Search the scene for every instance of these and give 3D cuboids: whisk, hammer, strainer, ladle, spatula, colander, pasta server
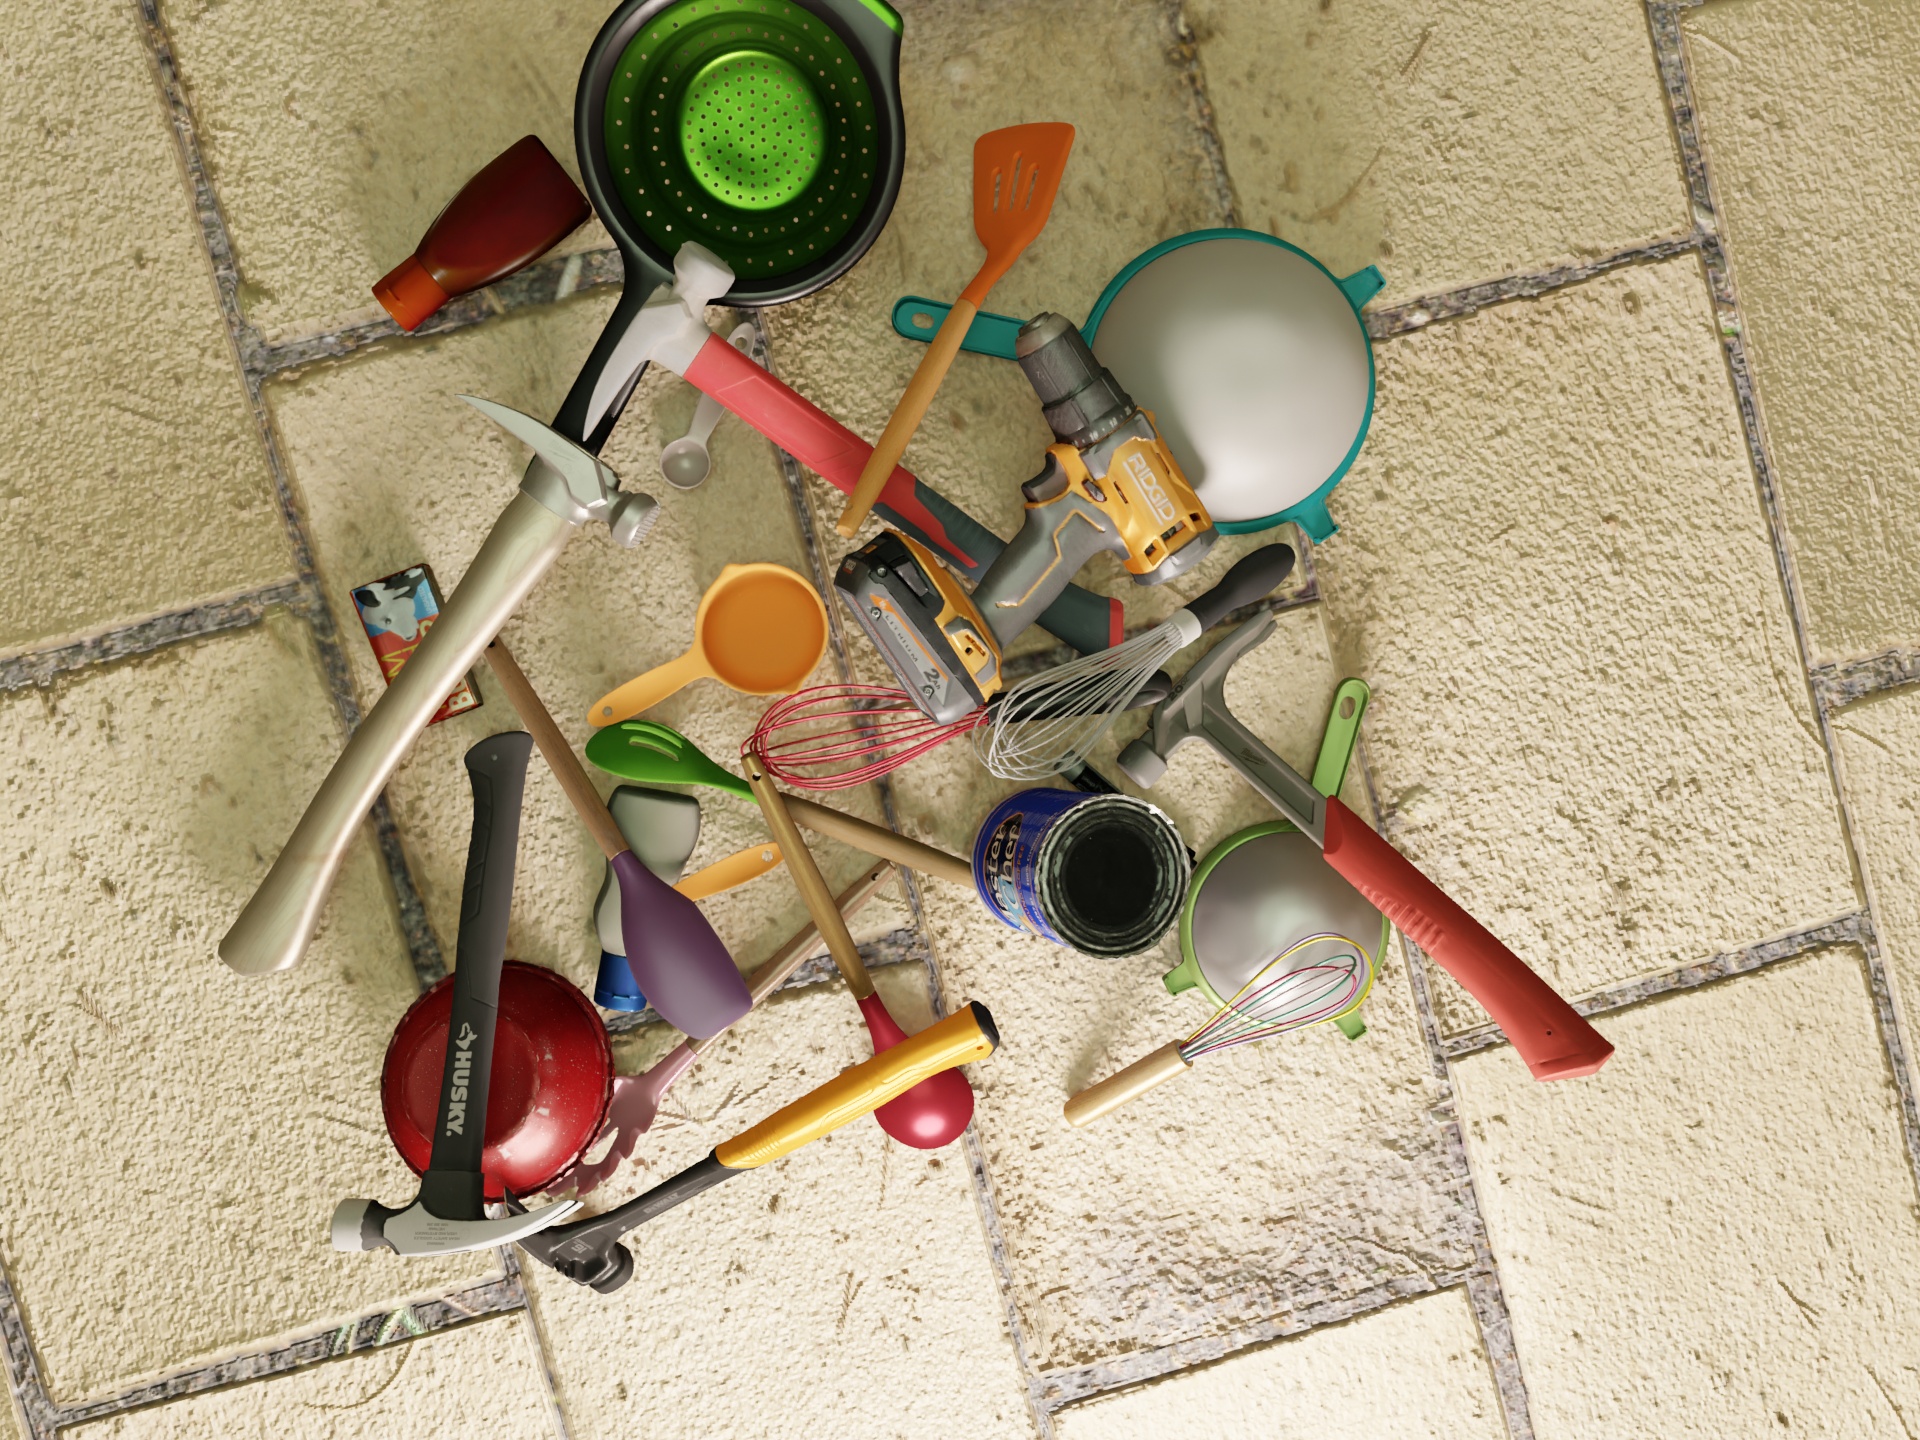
[{"bbox_3d":[-0.002,-0.003,1.073,0.296,0.073,0.073,-9,93,-4],"label":"whisk"},{"bbox_3d":[-0.304,0.167,1.019,0.146,0.035,0.335,0,71,3],"label":"hammer"},{"bbox_3d":[0.124,-0.044,1.048,0.284,0.070,0.070,-34,95,-24],"label":"whisk"},{"bbox_3d":[0.123,-0.243,1.055,0.340,0.095,0.211,10,92,-5],"label":"strainer"},{"bbox_3d":[0.270,0.086,1.021,0.149,0.036,0.359,-46,62,0],"label":"hammer"},{"bbox_3d":[-0.129,0.271,1.043,0.337,0.034,0.127,-29,137,4],"label":"hammer"},{"bbox_3d":[-0.074,0.161,1.068,0.069,0.031,0.315,-25,103,1],"label":"ladle"},{"bbox_3d":[-0.010,-0.254,1.019,0.081,0.041,0.323,8,63,36],"label":"spatula"},{"bbox_3d":[-0.369,-0.014,1.039,0.146,0.038,0.410,35,93,-3],"label":"hammer"},{"bbox_3d":[0.244,0.096,1.091,0.151,0.069,0.256,15,93,-4],"label":"strainer"},{"bbox_3d":[-0.056,-0.140,1.049,0.386,0.038,0.143,34,109,-15],"label":"hammer"},{"bbox_3d":[-0.181,-0.311,1.045,0.204,0.095,0.397,30,109,-14],"label":"colander"},{"bbox_3d":[0.169,0.217,1.065,0.245,0.051,0.047,-35,111,23],"label":"whisk"},{"bbox_3d":[-0.238,0.069,1.044,0.060,0.018,0.316,-31,78,-13],"label":"spatula"},{"bbox_3d":[-0.165,0.205,1.087,0.316,0.040,0.060,-43,78,-2],"label":"pasta server"}]

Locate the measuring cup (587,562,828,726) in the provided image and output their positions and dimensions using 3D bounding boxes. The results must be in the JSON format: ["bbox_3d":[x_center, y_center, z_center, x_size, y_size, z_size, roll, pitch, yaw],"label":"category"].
[{"bbox_3d":[-0.169,-0.041,1.069,0.173,0.052,0.095,-28,94,0],"label":"measuring cup"}]

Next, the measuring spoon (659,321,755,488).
[{"bbox_3d":[-0.168,-0.213,1.082,0.034,0.018,0.124,24,84,-4],"label":"measuring spoon"}]

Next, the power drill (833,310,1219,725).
[{"bbox_3d":[0.030,-0.128,0.998,0.226,0.084,0.185,-36,107,-7],"label":"power drill"}]

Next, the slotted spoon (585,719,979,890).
[{"bbox_3d":[-0.101,0.063,1.080,0.313,0.070,0.031,22,114,-10],"label":"slotted spoon"}]

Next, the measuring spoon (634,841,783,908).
[{"bbox_3d":[-0.168,0.108,1.073,0.117,0.011,0.021,-22,93,-32],"label":"measuring spoon"}]
